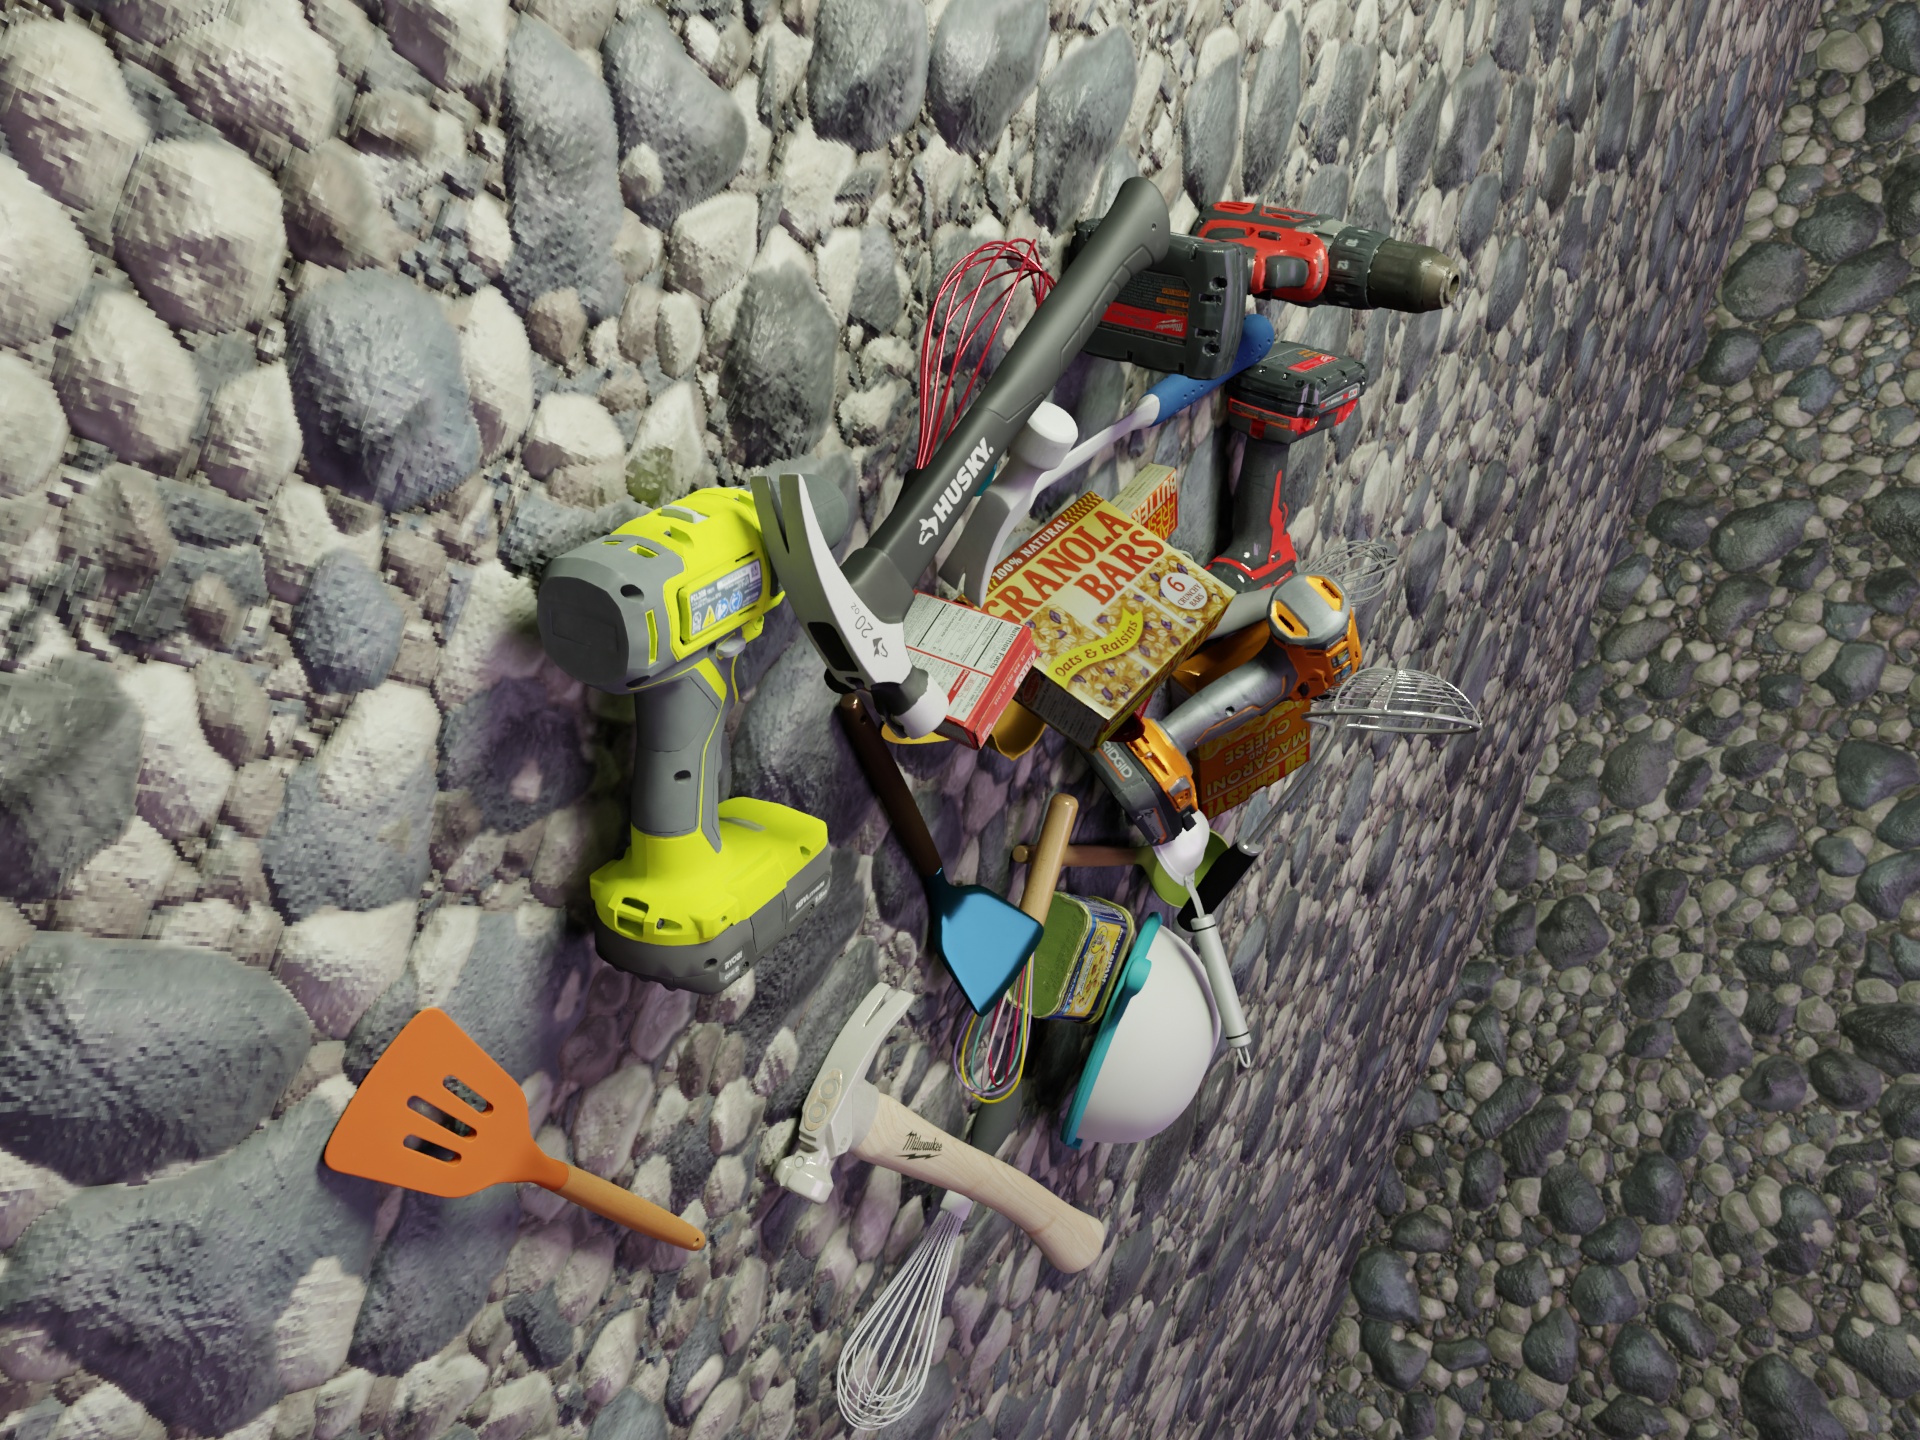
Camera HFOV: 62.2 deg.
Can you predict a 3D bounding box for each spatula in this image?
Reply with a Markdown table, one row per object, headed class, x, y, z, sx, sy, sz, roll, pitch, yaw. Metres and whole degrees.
| class | x | y | z | sx | sy | sz | roll | pitch | yaw |
| --- | --- | --- | --- | --- | --- | --- | --- | --- | --- |
| spatula | -0.017 | 0.084 | 1.032 | 0.082 | 0.044 | 0.317 | -52 | 146 | -21 |
| spatula | -0.207 | 0.239 | 0.832 | 0.081 | 0.041 | 0.322 | -59 | 154 | -18 |

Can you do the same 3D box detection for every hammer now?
| class | x | y | z | sx | sy | sz | roll | pitch | yaw |
| --- | --- | --- | --- | --- | --- | --- | --- | --- | --- |
| hammer | 0.019 | -0.162 | 0.800 | 0.146 | 0.035 | 0.335 | 53 | 58 | -35 |
| hammer | 0.015 | 0.328 | 1.178 | 0.410 | 0.038 | 0.146 | 45 | 67 | -48 |
| hammer | 0.114 | -0.197 | 1.051 | 0.405 | 0.035 | 0.144 | -40 | 167 | -49 |

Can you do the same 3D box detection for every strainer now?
| class | x | y | z | sx | sy | sz | roll | pitch | yaw |
| --- | --- | --- | --- | --- | --- | --- | --- | --- | --- |
| strainer | 0.197 | 0.156 | 1.292 | 0.087 | 0.050 | 0.258 | -9 | 82 | -63 |
| strainer | 0.164 | 0.253 | 1.290 | 0.340 | 0.095 | 0.211 | 87 | 27 | -69 |

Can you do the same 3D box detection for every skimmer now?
| class | x | y | z | sx | sy | sz | roll | pitch | yaw |
| --- | --- | --- | --- | --- | --- | --- | --- | --- | --- |
| skimmer | 0.267 | 0.085 | 1.255 | 0.127 | 0.090 | 0.363 | 7 | 135 | -24 |

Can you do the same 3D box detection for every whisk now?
| class | x | y | z | sx | sy | sz | roll | pitch | yaw |
| --- | --- | --- | --- | --- | --- | --- | --- | --- | --- |
| whisk | 0.257 | -0.100 | 1.252 | 0.239 | 0.055 | 0.055 | -18 | 126 | -32 |
| whisk | 0.049 | 0.171 | 1.175 | 0.051 | 0.047 | 0.245 | 8 | 104 | -30 |
| whisk | -0.018 | 0.404 | 1.226 | 0.285 | 0.070 | 0.070 | -63 | 151 | -22 |
| whisk | -0.012 | -0.141 | 0.836 | 0.296 | 0.073 | 0.073 | -69 | 153 | -24 |

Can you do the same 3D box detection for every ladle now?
| class | x | y | z | sx | sy | sz | roll | pitch | yaw |
| --- | --- | --- | --- | --- | --- | --- | --- | --- | --- |
| ladle | 0.136 | 0.117 | 1.300 | 0.320 | 0.062 | 0.078 | 9 | 111 | -58 |

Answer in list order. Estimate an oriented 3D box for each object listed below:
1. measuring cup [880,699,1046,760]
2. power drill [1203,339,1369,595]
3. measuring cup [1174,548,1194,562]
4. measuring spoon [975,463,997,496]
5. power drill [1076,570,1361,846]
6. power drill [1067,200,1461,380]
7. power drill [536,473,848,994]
| class | x | y | z | sx | sy | sz | roll | pitch | yaw |
| --- | --- | --- | --- | --- | --- | --- | --- | --- | --- |
| measuring cup | -0.002 | -0.003 | 1.031 | 0.156 | 0.029 | 0.062 | -5 | 114 | -46 |
| power drill | 0.256 | -0.187 | 1.291 | 0.143 | 0.079 | 0.219 | -28 | 135 | -48 |
| measuring cup | 0.120 | -0.057 | 1.182 | 0.168 | 0.038 | 0.083 | -59 | 150 | -14 |
| measuring spoon | 0.020 | -0.189 | 0.955 | 0.129 | 0.021 | 0.042 | -66 | 151 | -26 |
| power drill | 0.212 | -0.004 | 1.230 | 0.226 | 0.084 | 0.164 | -38 | 152 | 2 |
| power drill | 0.194 | -0.281 | 1.014 | 0.226 | 0.188 | 0.080 | -29 | 131 | -44 |
| power drill | -0.115 | -0.002 | 0.777 | 0.190 | 0.080 | 0.228 | -38 | 137 | -53 |
